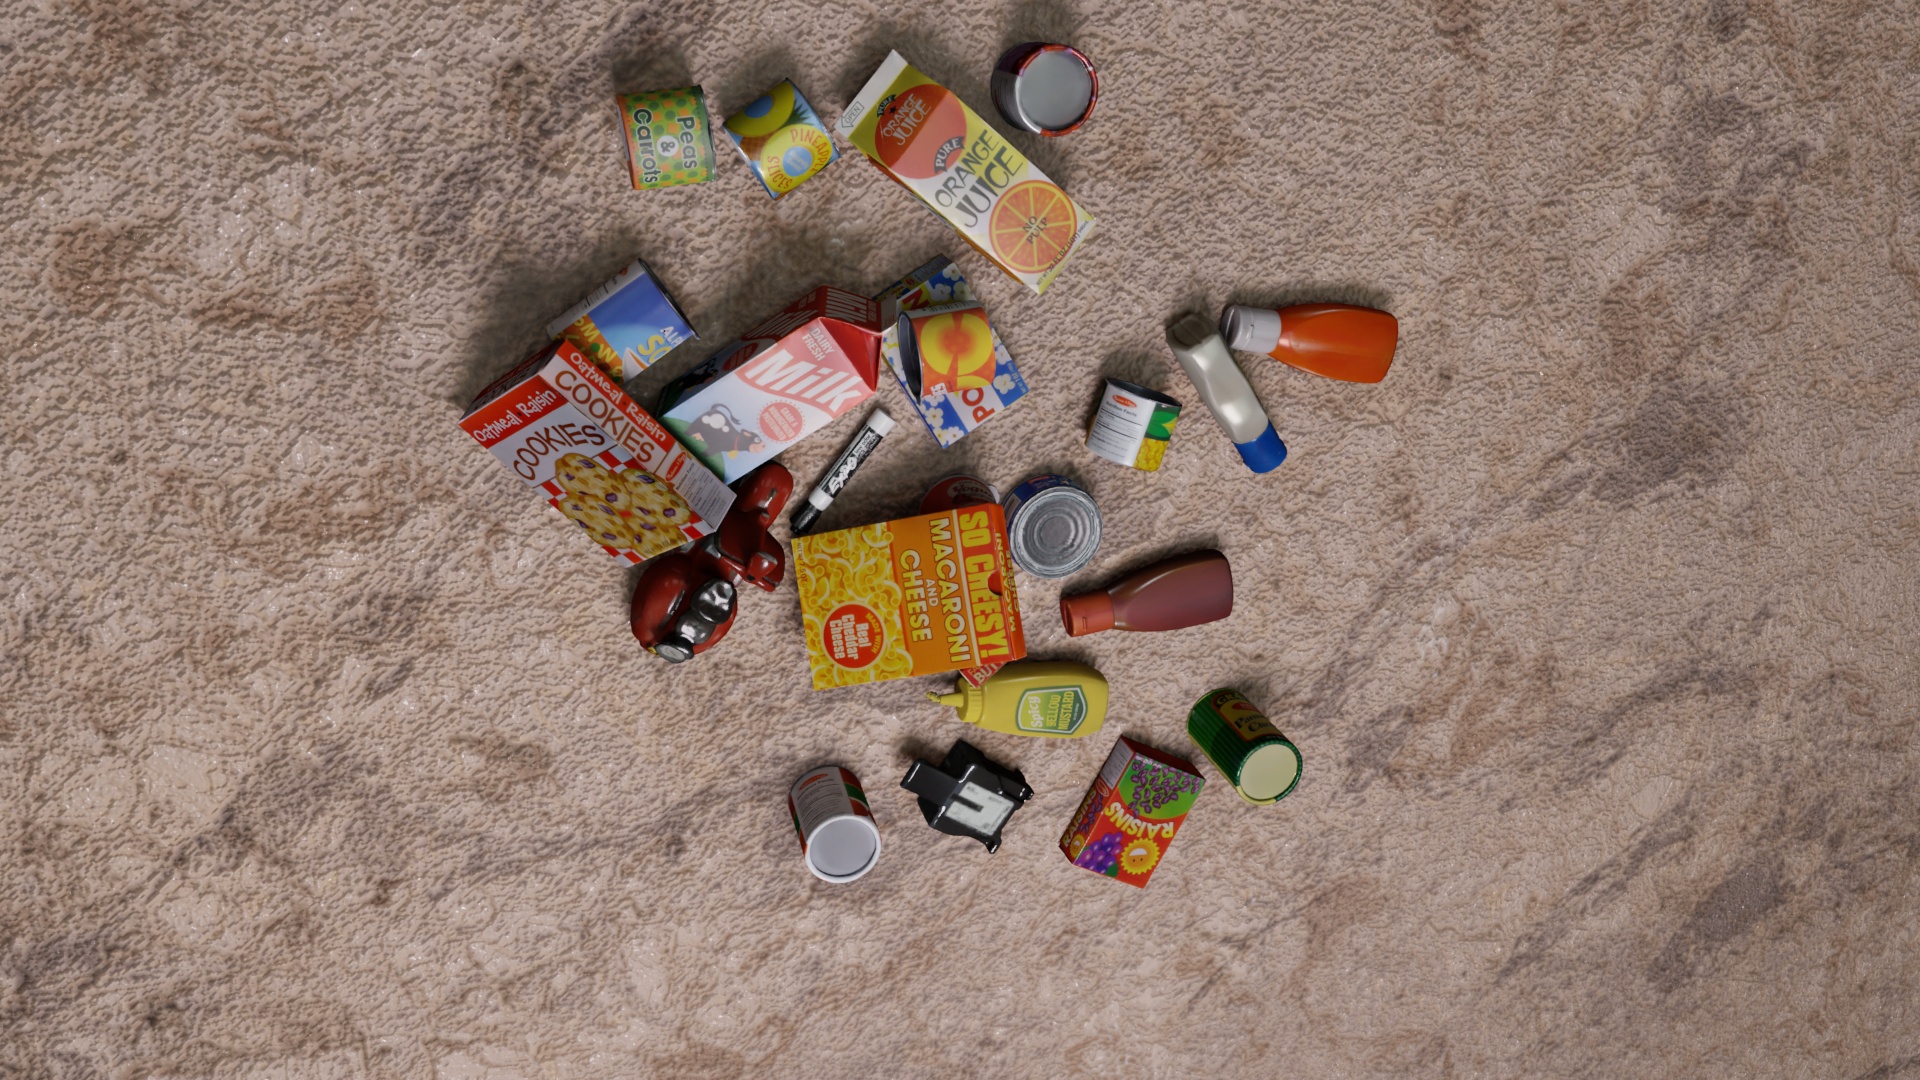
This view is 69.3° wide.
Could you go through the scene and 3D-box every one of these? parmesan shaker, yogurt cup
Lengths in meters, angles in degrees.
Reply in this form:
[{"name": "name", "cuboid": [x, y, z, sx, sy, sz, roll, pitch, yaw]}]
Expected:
[{"name": "parmesan shaker", "cuboid": [0.259, 0.187, 1.259, 0.071, 0.103, 0.071, -6, 111, -15]}, {"name": "yogurt cup", "cuboid": [0.004, -0.014, 1.134, 0.072, 0.054, 0.072, -6, 111, -14]}]

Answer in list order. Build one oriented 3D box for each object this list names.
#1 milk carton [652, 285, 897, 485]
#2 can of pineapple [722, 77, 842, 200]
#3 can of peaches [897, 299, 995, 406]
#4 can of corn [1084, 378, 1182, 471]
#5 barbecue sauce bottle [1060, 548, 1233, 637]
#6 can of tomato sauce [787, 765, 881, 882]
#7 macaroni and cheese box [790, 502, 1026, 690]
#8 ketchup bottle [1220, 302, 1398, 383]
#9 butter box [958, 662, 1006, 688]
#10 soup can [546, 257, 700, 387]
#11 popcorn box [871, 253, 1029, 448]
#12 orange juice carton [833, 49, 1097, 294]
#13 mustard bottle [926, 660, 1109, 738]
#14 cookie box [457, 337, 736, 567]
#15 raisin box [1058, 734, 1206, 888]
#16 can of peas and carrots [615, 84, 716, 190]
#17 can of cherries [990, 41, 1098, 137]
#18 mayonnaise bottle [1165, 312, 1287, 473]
[{"name": "milk carton", "cuboid": [-0.126, -0.121, 1.021, 0.190, 0.072, 0.073, -30, 116, 11]}, {"name": "can of pineapple", "cuboid": [-0.127, -0.283, 0.987, 0.058, 0.071, 0.071, -36, 116, -1]}, {"name": "can of peaches", "cuboid": [-0.010, -0.140, 1.032, 0.058, 0.071, 0.071, -13, 113, -13]}, {"name": "can of corn", "cuboid": [0.143, -0.095, 1.142, 0.071, 0.071, 0.058, 13, 106, -21]}, {"name": "barbecue sauce bottle", "cuboid": [0.163, 0.052, 1.213, 0.149, 0.044, 0.064, -12, 112, -12]}, {"name": "can of tomato sauce", "cuboid": [-0.106, 0.241, 1.178, 0.071, 0.083, 0.071, -6, 111, -15]}, {"name": "macaroni and cheese box", "cuboid": [-0.041, 0.045, 1.086, 0.166, 0.040, 0.123, -10, 86, 15]}, {"name": "ketchup bottle", "cuboid": [0.293, -0.171, 1.171, 0.149, 0.043, 0.064, 5, 107, -18]}, {"name": "butter box", "cuboid": [0.009, 0.075, 1.141, 0.053, 0.104, 0.024, -42, 120, 1]}, {"name": "soup can", "cuboid": [-0.242, -0.150, 1.001, 0.084, 0.071, 0.071, -36, 116, -1]}, {"name": "popcorn box", "cuboid": [-0.014, -0.147, 1.088, 0.085, 0.038, 0.126, -34, 115, -2]}, {"name": "orange juice carton", "cuboid": [0.001, -0.272, 1.028, 0.192, 0.073, 0.071, 35, 97, -24]}, {"name": "mustard bottle", "cuboid": [0.048, 0.139, 1.206, 0.160, 0.049, 0.065, 1, 108, -18]}, {"name": "cookie box", "cuboid": [-0.263, -0.059, 1.004, 0.167, 0.122, 0.040, 45, 49, -26]}, {"name": "raisin box", "cuboid": [0.159, 0.252, 1.288, 0.086, 0.040, 0.123, 24, 100, -24]}, {"name": "can of peas and carrots", "cuboid": [-0.204, -0.279, 0.964, 0.059, 0.071, 0.070, -11, 112, -12]}, {"name": "can of cherries", "cuboid": [0.064, -0.337, 1.032, 0.071, 0.058, 0.071, -6, 111, -14]}, {"name": "mayonnaise bottle", "cuboid": [0.225, -0.120, 1.161, 0.041, 0.065, 0.147, -35, 120, 7]}]
